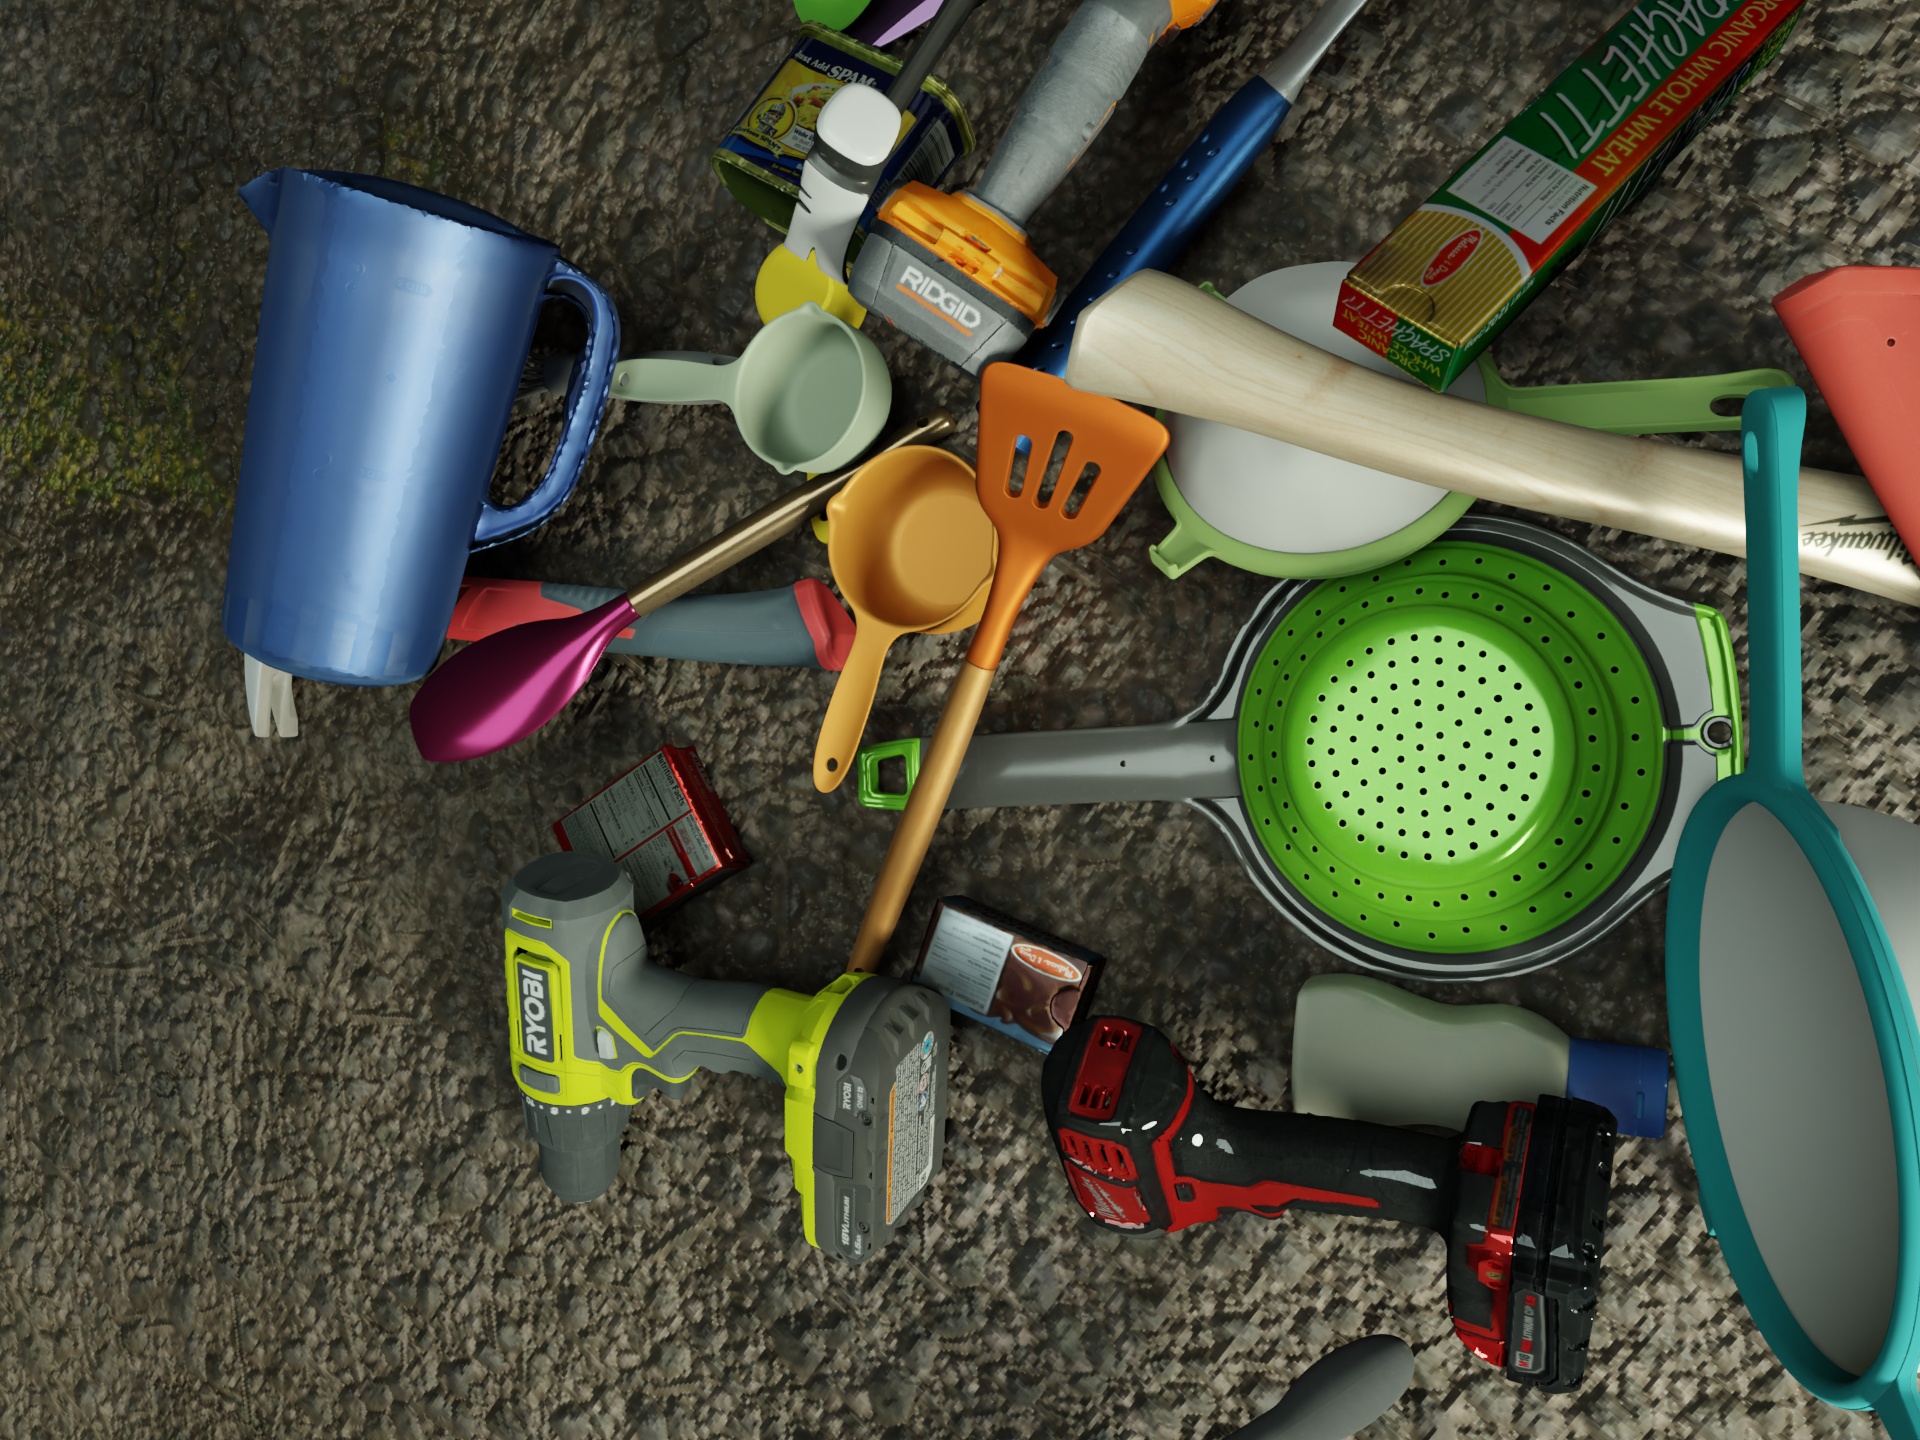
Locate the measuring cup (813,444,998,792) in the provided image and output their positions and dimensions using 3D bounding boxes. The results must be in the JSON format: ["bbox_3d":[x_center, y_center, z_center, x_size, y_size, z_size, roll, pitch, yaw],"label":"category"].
[{"bbox_3d":[-0.028,-0.046,0.774,0.095,0.052,0.173,24,100,21],"label":"measuring cup"}]

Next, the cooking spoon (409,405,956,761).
[{"bbox_3d":[-0.142,-0.072,0.798,0.319,0.017,0.069,-30,61,5],"label":"cooking spoon"}]

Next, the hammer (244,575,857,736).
[{"bbox_3d":[-0.235,-0.043,0.867,0.386,0.038,0.143,6,93,23],"label":"hammer"}]

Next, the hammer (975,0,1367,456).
[{"bbox_3d":[0.143,-0.286,0.694,0.405,0.035,0.144,-49,41,20],"label":"hammer"}]

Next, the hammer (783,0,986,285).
[{"bbox_3d":[0.020,-0.348,0.705,0.034,0.127,0.337,31,76,-7],"label":"hammer"}]

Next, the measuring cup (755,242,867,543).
[{"bbox_3d":[-0.075,-0.169,0.805,0.062,0.029,0.156,-4,86,23],"label":"measuring cup"}]

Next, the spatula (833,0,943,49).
[{"bbox_3d":[0.061,-0.403,0.759,0.316,0.018,0.060,-18,77,22],"label":"spatula"}]

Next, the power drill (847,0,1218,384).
[{"bbox_3d":[0.043,-0.260,0.687,0.084,0.164,0.226,32,99,-7],"label":"power drill"}]

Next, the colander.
[{"bbox_3d":[0.119,0.016,0.685,0.397,0.094,0.204,-4,88,23],"label":"colander"}]

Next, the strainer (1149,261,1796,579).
[{"bbox_3d":[0.196,-0.137,0.643,0.256,0.069,0.152,1,66,22],"label":"strainer"}]

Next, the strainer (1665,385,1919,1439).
[{"bbox_3d":[0.317,0.056,0.538,0.095,0.211,0.340,-4,96,7],"label":"strainer"}]

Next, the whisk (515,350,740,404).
[{"bbox_3d":[-0.216,-0.188,0.861,0.239,0.055,0.055,6,91,18],"label":"whisk"}]

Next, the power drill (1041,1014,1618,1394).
[{"bbox_3d":[0.147,0.196,0.657,0.220,0.143,0.079,8,51,23],"label":"power drill"}]

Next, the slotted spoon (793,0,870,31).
[{"bbox_3d":[0.010,-0.477,0.773,0.070,0.031,0.313,44,102,35],"label":"slotted spoon"}]

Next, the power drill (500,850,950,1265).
[{"bbox_3d":[-0.126,0.180,0.786,0.228,0.080,0.190,12,114,23],"label":"power drill"}]

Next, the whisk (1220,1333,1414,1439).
[{"bbox_3d":[0.091,0.344,0.692,0.284,0.070,0.070,-47,73,25],"label":"whisk"}]

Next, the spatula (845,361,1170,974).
[{"bbox_3d":[-0.001,-0.002,0.713,0.081,0.041,0.322,22,114,1],"label":"spatula"}]

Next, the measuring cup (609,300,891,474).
[{"bbox_3d":[-0.107,-0.164,0.793,0.168,0.038,0.083,10,93,31],"label":"measuring cup"}]

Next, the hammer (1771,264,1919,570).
[{"bbox_3d":[0.381,0.003,0.558,0.149,0.037,0.359,-31,93,15],"label":"hammer"}]

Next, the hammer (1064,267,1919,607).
[{"bbox_3d":[0.239,-0.083,0.601,0.410,0.038,0.146,15,98,4],"label":"hammer"}]
